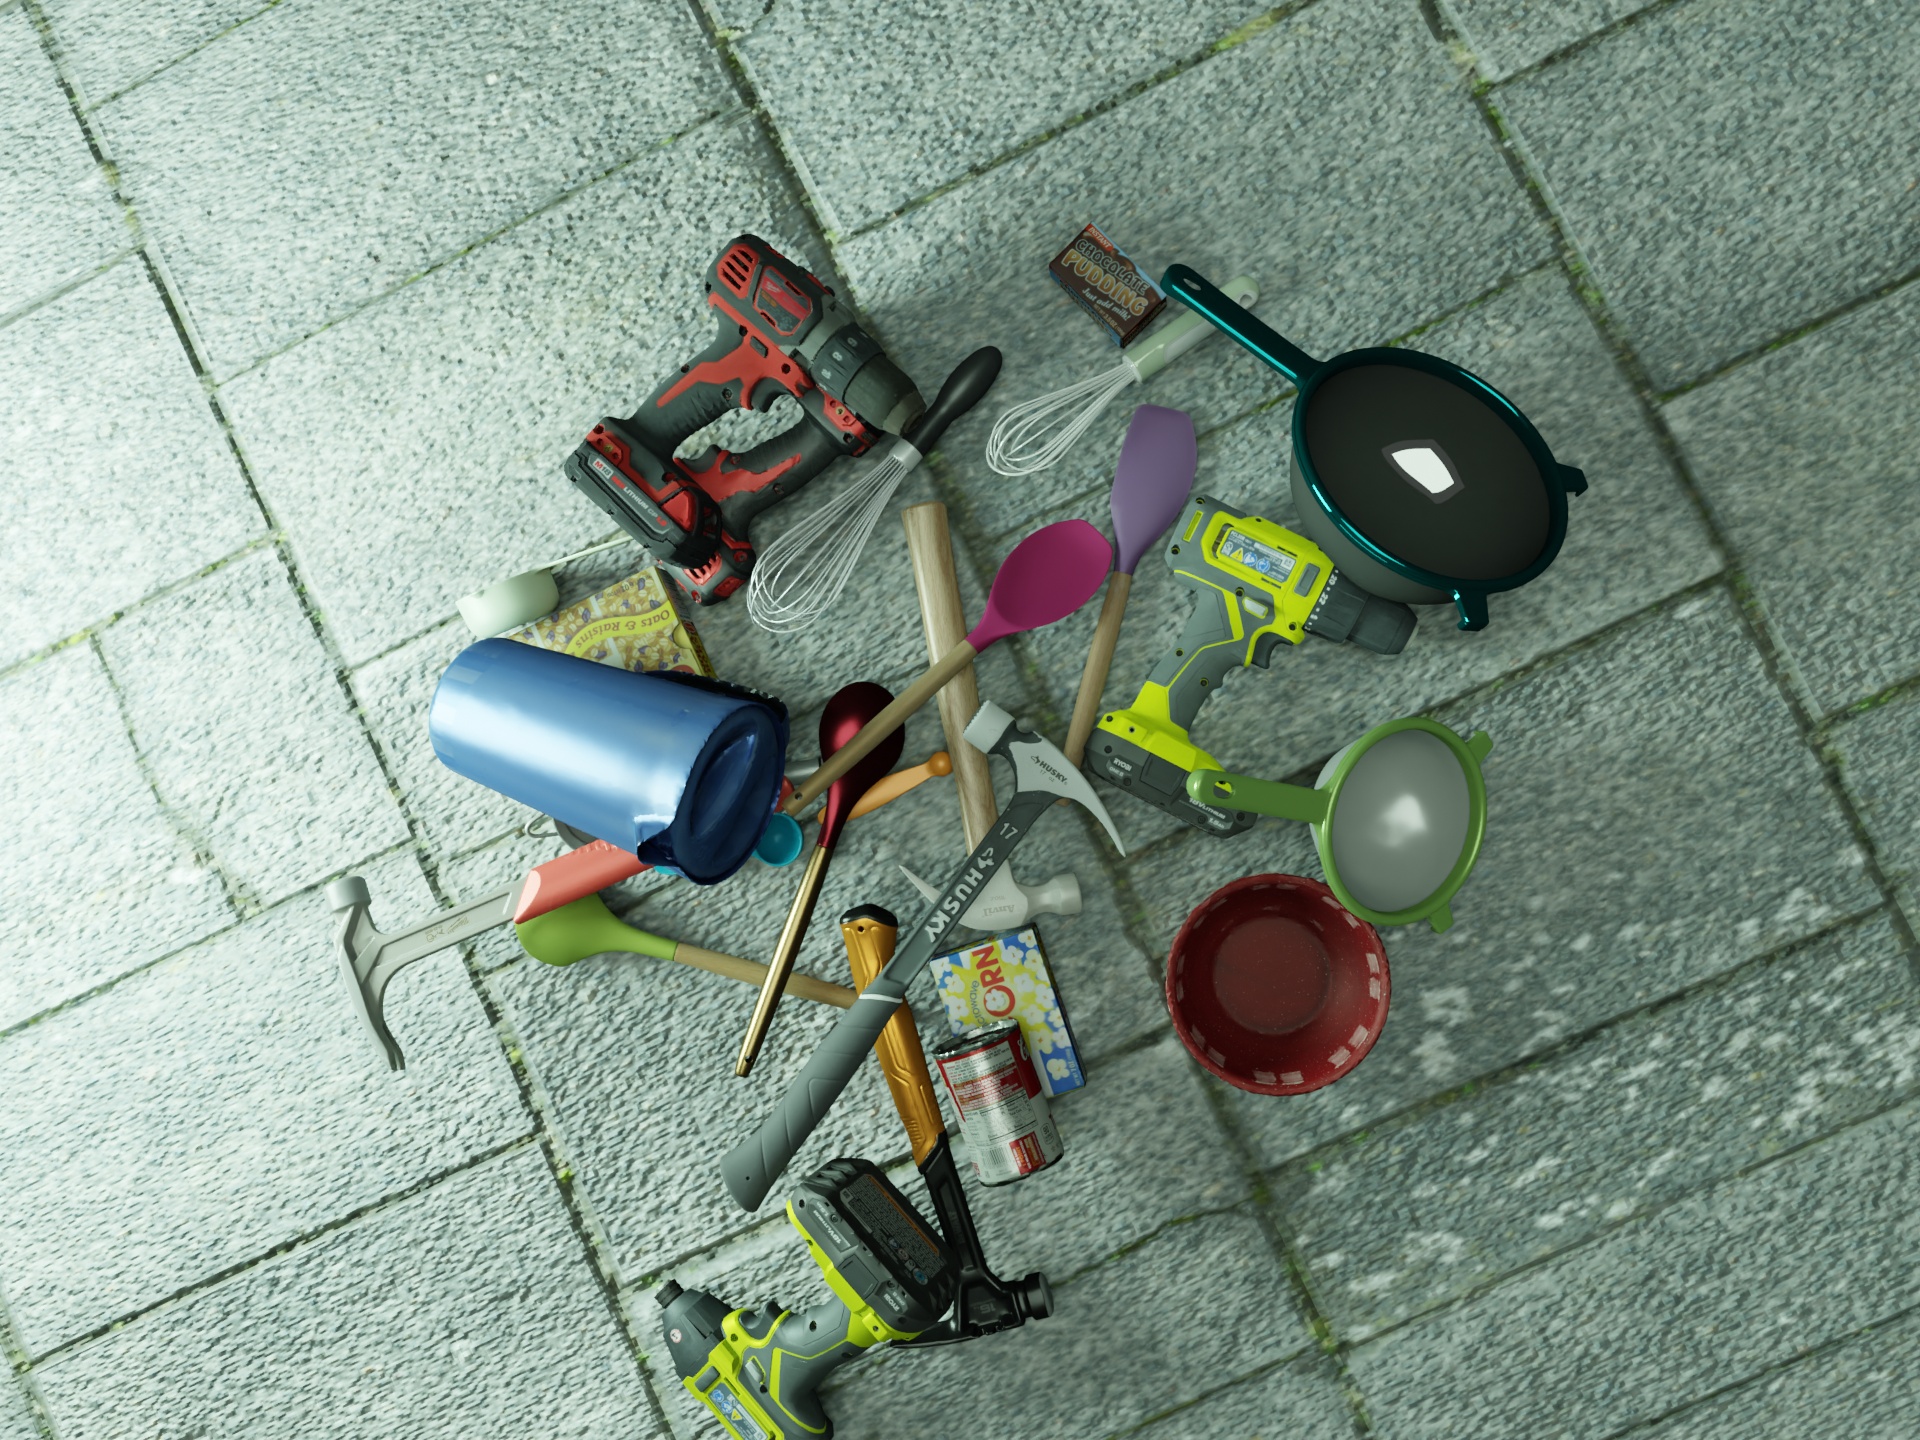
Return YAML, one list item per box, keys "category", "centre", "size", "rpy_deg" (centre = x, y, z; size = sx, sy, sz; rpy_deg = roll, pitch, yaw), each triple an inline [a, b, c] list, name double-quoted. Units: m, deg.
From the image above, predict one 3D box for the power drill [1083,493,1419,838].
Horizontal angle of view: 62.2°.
- category: "power drill"
  centre: [0.211, -0.031, 1.177]
  size: [0.190, 0.080, 0.228]
  rpy_deg: [27, 89, 7]

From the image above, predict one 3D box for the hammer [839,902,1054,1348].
- category: "hammer"
  centre: [-0.036, 0.304, 1.202]
  size: [0.127, 0.034, 0.337]
  rpy_deg: [-17, 91, 5]

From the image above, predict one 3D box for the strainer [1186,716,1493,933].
- category: "strainer"
  centre: [0.257, 0.060, 1.133]
  size: [0.256, 0.069, 0.151]
  rpy_deg: [11, 93, -25]

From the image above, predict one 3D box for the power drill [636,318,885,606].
- category: "power drill"
  centre: [-0.167, -0.209, 1.229]
  size: [0.219, 0.078, 0.143]
  rpy_deg: [-44, 84, 6]

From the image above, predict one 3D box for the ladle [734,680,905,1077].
- category: "ladle"
  centre: [-0.114, 0.120, 1.212]
  size: [0.069, 0.031, 0.315]
  rpy_deg: [21, 86, -16]

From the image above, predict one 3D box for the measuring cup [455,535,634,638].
- category: "measuring cup"
  centre: [-0.310, -0.104, 1.231]
  size: [0.167, 0.083, 0.038]
  rpy_deg: [-18, 100, 17]

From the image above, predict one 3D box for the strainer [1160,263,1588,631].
- category: "strainer"
  centre: [0.269, -0.199, 1.151]
  size: [0.340, 0.095, 0.211]
  rpy_deg: [39, 57, 8]

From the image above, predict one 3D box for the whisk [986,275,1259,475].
- category: "whisk"
  centre: [0.124, -0.263, 1.210]
  size: [0.246, 0.057, 0.059]
  rpy_deg: [-35, 54, 0]

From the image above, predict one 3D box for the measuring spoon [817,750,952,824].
- category: "measuring spoon"
  centre: [-0.059, 0.054, 1.236]
  size: [0.117, 0.011, 0.021]
  rpy_deg: [-25, 85, 5]

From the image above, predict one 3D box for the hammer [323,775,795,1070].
- category: "hammer"
  centre: [-0.290, 0.126, 1.194]
  size: [0.359, 0.036, 0.149]
  rpy_deg: [-23, 80, -3]

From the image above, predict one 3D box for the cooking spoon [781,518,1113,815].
- category: "cooking spoon"
  centre: [-0.011, -0.039, 1.193]
  size: [0.319, 0.017, 0.069]
  rpy_deg: [-42, 78, -9]

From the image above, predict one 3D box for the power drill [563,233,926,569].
- category: "power drill"
  centre: [-0.153, -0.214, 1.154]
  size: [0.188, 0.080, 0.226]
  rpy_deg: [42, 96, 7]

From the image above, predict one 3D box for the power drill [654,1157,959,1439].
- category: "power drill"
  centre: [-0.122, 0.436, 1.178]
  size: [0.171, 0.080, 0.223]
  rpy_deg: [45, 111, 13]

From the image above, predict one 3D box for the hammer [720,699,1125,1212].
- category: "hammer"
  centre: [-0.042, 0.190, 1.166]
  size: [0.149, 0.036, 0.409]
  rpy_deg: [36, 92, 0]

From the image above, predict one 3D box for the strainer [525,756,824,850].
- category: "strainer"
  centre: [-0.208, 0.055, 1.241]
  size: [0.258, 0.050, 0.086]
  rpy_deg: [-9, 115, 0]

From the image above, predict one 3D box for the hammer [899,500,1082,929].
- category: "hammer"
  centre: [-0.002, -0.004, 1.215]
  size: [0.130, 0.031, 0.331]
  rpy_deg: [-10, 84, -6]

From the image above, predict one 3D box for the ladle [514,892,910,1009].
- category: "ladle"
  centre: [-0.194, 0.186, 1.240]
  size: [0.320, 0.062, 0.078]
  rpy_deg: [15, 90, 0]

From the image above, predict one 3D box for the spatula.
- category: "spatula"
  centre: [0.120, -0.087, 1.217]
  size: [0.060, 0.018, 0.316]
  rpy_deg: [16, 89, 9]

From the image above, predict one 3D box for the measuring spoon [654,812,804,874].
- category: "measuring spoon"
  centre: [-0.180, 0.102, 1.251]
  size: [0.128, 0.021, 0.042]
  rpy_deg: [-13, 87, 15]

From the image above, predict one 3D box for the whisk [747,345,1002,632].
- category: "whisk"
  centre: [-0.063, -0.179, 1.224]
  size: [0.070, 0.070, 0.284]
  rpy_deg: [41, 86, 6]
